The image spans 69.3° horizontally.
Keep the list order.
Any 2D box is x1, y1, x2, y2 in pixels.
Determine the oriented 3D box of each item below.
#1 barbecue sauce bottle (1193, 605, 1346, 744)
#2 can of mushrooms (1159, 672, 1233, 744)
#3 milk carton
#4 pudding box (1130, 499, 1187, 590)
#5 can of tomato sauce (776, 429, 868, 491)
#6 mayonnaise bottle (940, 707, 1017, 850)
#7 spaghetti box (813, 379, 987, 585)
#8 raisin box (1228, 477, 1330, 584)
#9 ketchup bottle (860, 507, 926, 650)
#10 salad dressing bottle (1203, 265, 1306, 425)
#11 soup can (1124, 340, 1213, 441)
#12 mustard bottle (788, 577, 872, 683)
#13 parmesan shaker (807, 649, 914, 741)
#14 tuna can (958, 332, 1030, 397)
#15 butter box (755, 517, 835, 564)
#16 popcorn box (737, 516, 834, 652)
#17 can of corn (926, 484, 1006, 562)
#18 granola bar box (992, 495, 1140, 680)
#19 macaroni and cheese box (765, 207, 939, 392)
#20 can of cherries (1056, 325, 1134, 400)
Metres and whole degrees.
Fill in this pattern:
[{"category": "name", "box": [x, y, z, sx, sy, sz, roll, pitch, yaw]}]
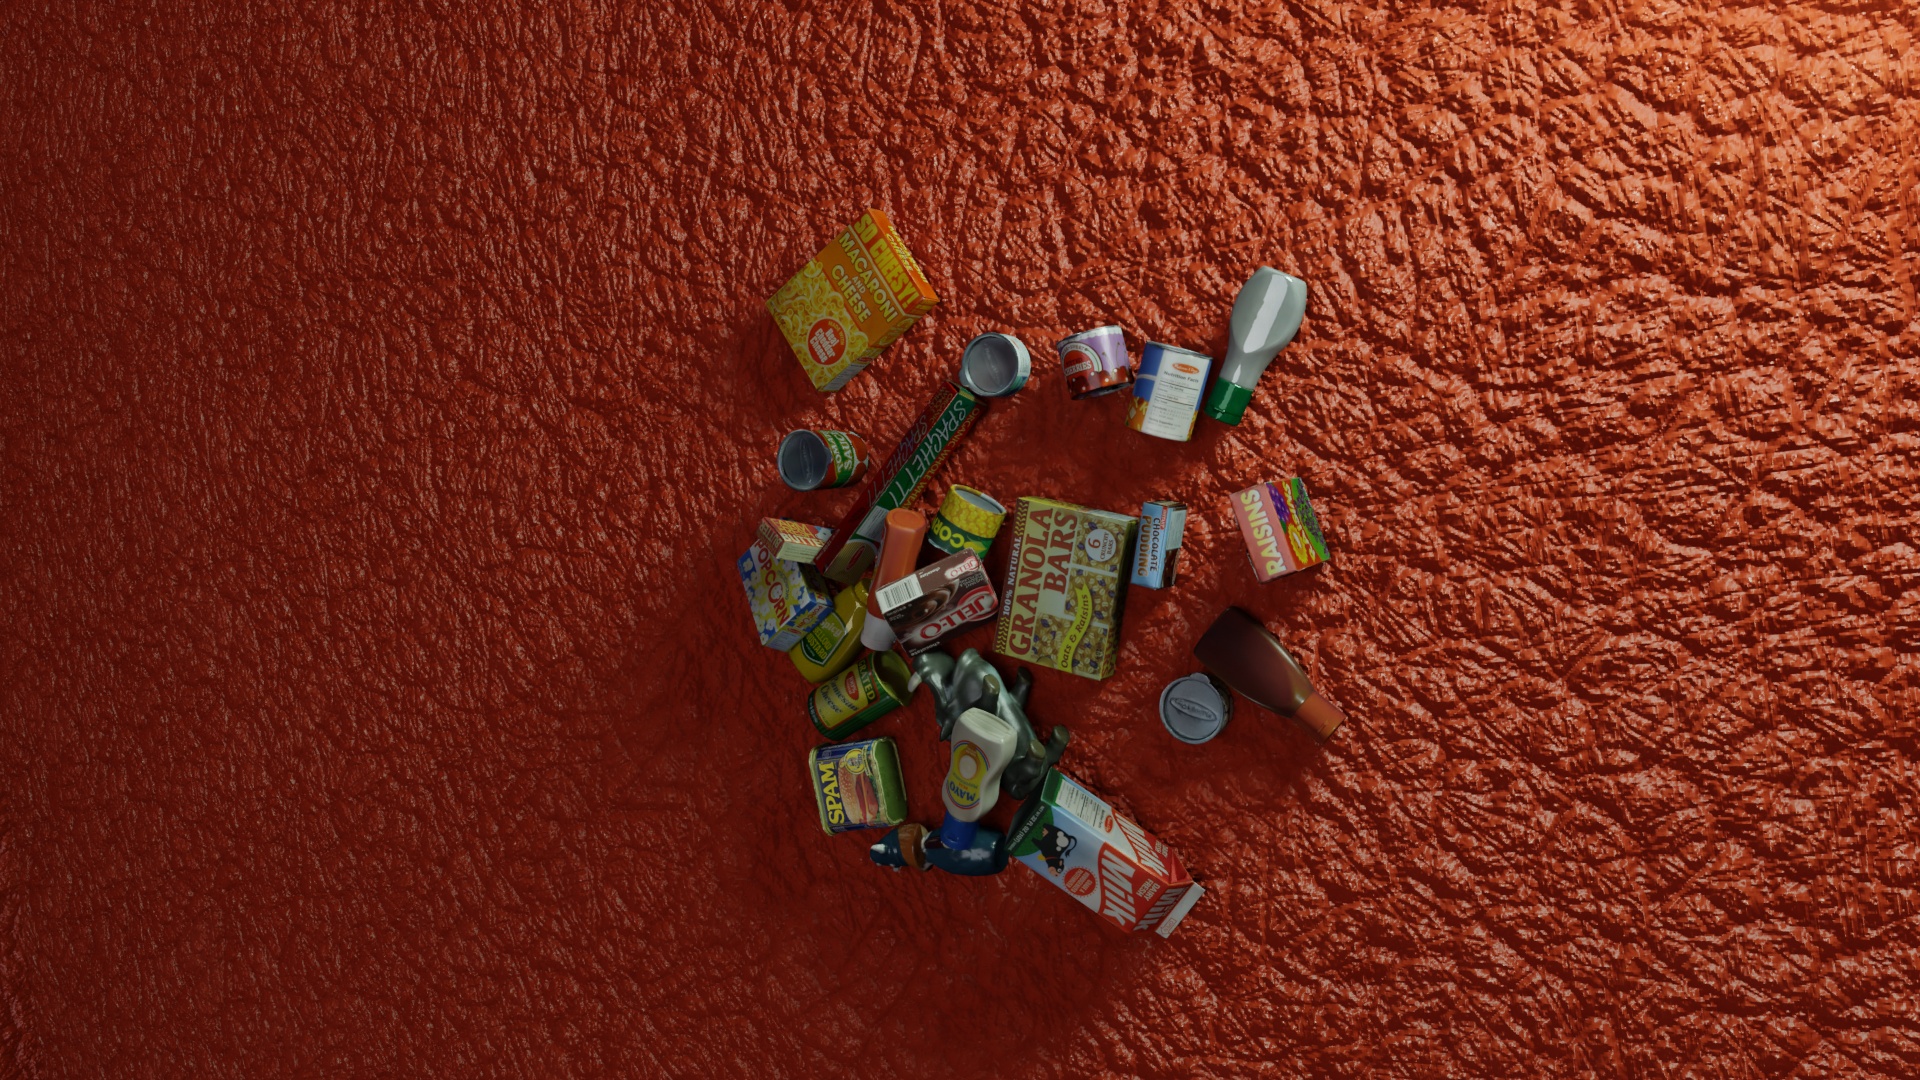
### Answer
[{"category": "barbecue sauce bottle", "box": [0.295, 0.131, 1.315, 0.149, 0.044, 0.064, 41, 111, 19]}, {"category": "can of mushrooms", "box": [0.232, 0.161, 1.357, 0.071, 0.033, 0.071, 2, 95, 28]}, {"category": "milk carton", "box": [0.144, 0.317, 1.375, 0.190, 0.074, 0.072, 33, 110, 0]}, {"category": "pudding box", "box": [0.194, 0.004, 1.356, 0.030, 0.050, 0.083, 12, 99, 28]}, {"category": "can of tomato sauce", "box": [-0.147, -0.089, 1.511, 0.071, 0.083, 0.071, 2, 95, 28]}, {"category": "mayonnaise bottle", "box": [0.012, 0.245, 1.406, 0.065, 0.041, 0.147, 26, 117, 25]}, {"category": "spaghetti box", "box": [-0.064, -0.060, 1.469, 0.249, 0.050, 0.029, -53, 48, 13]}, {"category": "raisin box", "box": [0.290, -0.011, 1.262, 0.040, 0.123, 0.086, -21, 84, 27]}, {"category": "ketchup bottle", "box": [-0.072, 0.044, 1.464, 0.043, 0.065, 0.148, 15, 110, 2]}, {"category": "salad dressing bottle", "box": [0.274, -0.182, 1.305, 0.064, 0.044, 0.147, 29, 107, 21]}, {"category": "soup can", "box": [0.199, -0.144, 1.336, 0.071, 0.071, 0.083, 20, 104, 25]}, {"category": "mustard bottle", "box": [-0.124, 0.087, 1.530, 0.065, 0.049, 0.159, 49, 112, 20]}, {"category": "parmesan shaker", "box": [-0.109, 0.171, 1.518, 0.103, 0.071, 0.071, -34, 78, 26]}, {"category": "tuna can", "box": [0.035, -0.180, 1.436, 0.071, 0.033, 0.071, 2, 95, 28]}, {"category": "butter box", "box": [-0.167, 0.004, 1.510, 0.053, 0.103, 0.024, 45, 114, 43]}, {"category": "popcorn box", "box": [-0.196, 0.048, 1.546, 0.085, 0.038, 0.127, -42, 51, 23]}, {"category": "can of corn", "box": [0.005, -0.018, 1.442, 0.071, 0.071, 0.058, 33, 108, 22]}, {"category": "granola bar box", "box": [0.106, 0.047, 1.412, 0.124, 0.039, 0.165, 13, 99, 27]}, {"category": "macaroni and cheese box", "box": [-0.118, -0.259, 1.508, 0.166, 0.040, 0.124, -37, 76, 25]}, {"category": "can of cherries", "box": [0.131, -0.174, 1.364, 0.071, 0.071, 0.058, -15, 88, 28]}]
